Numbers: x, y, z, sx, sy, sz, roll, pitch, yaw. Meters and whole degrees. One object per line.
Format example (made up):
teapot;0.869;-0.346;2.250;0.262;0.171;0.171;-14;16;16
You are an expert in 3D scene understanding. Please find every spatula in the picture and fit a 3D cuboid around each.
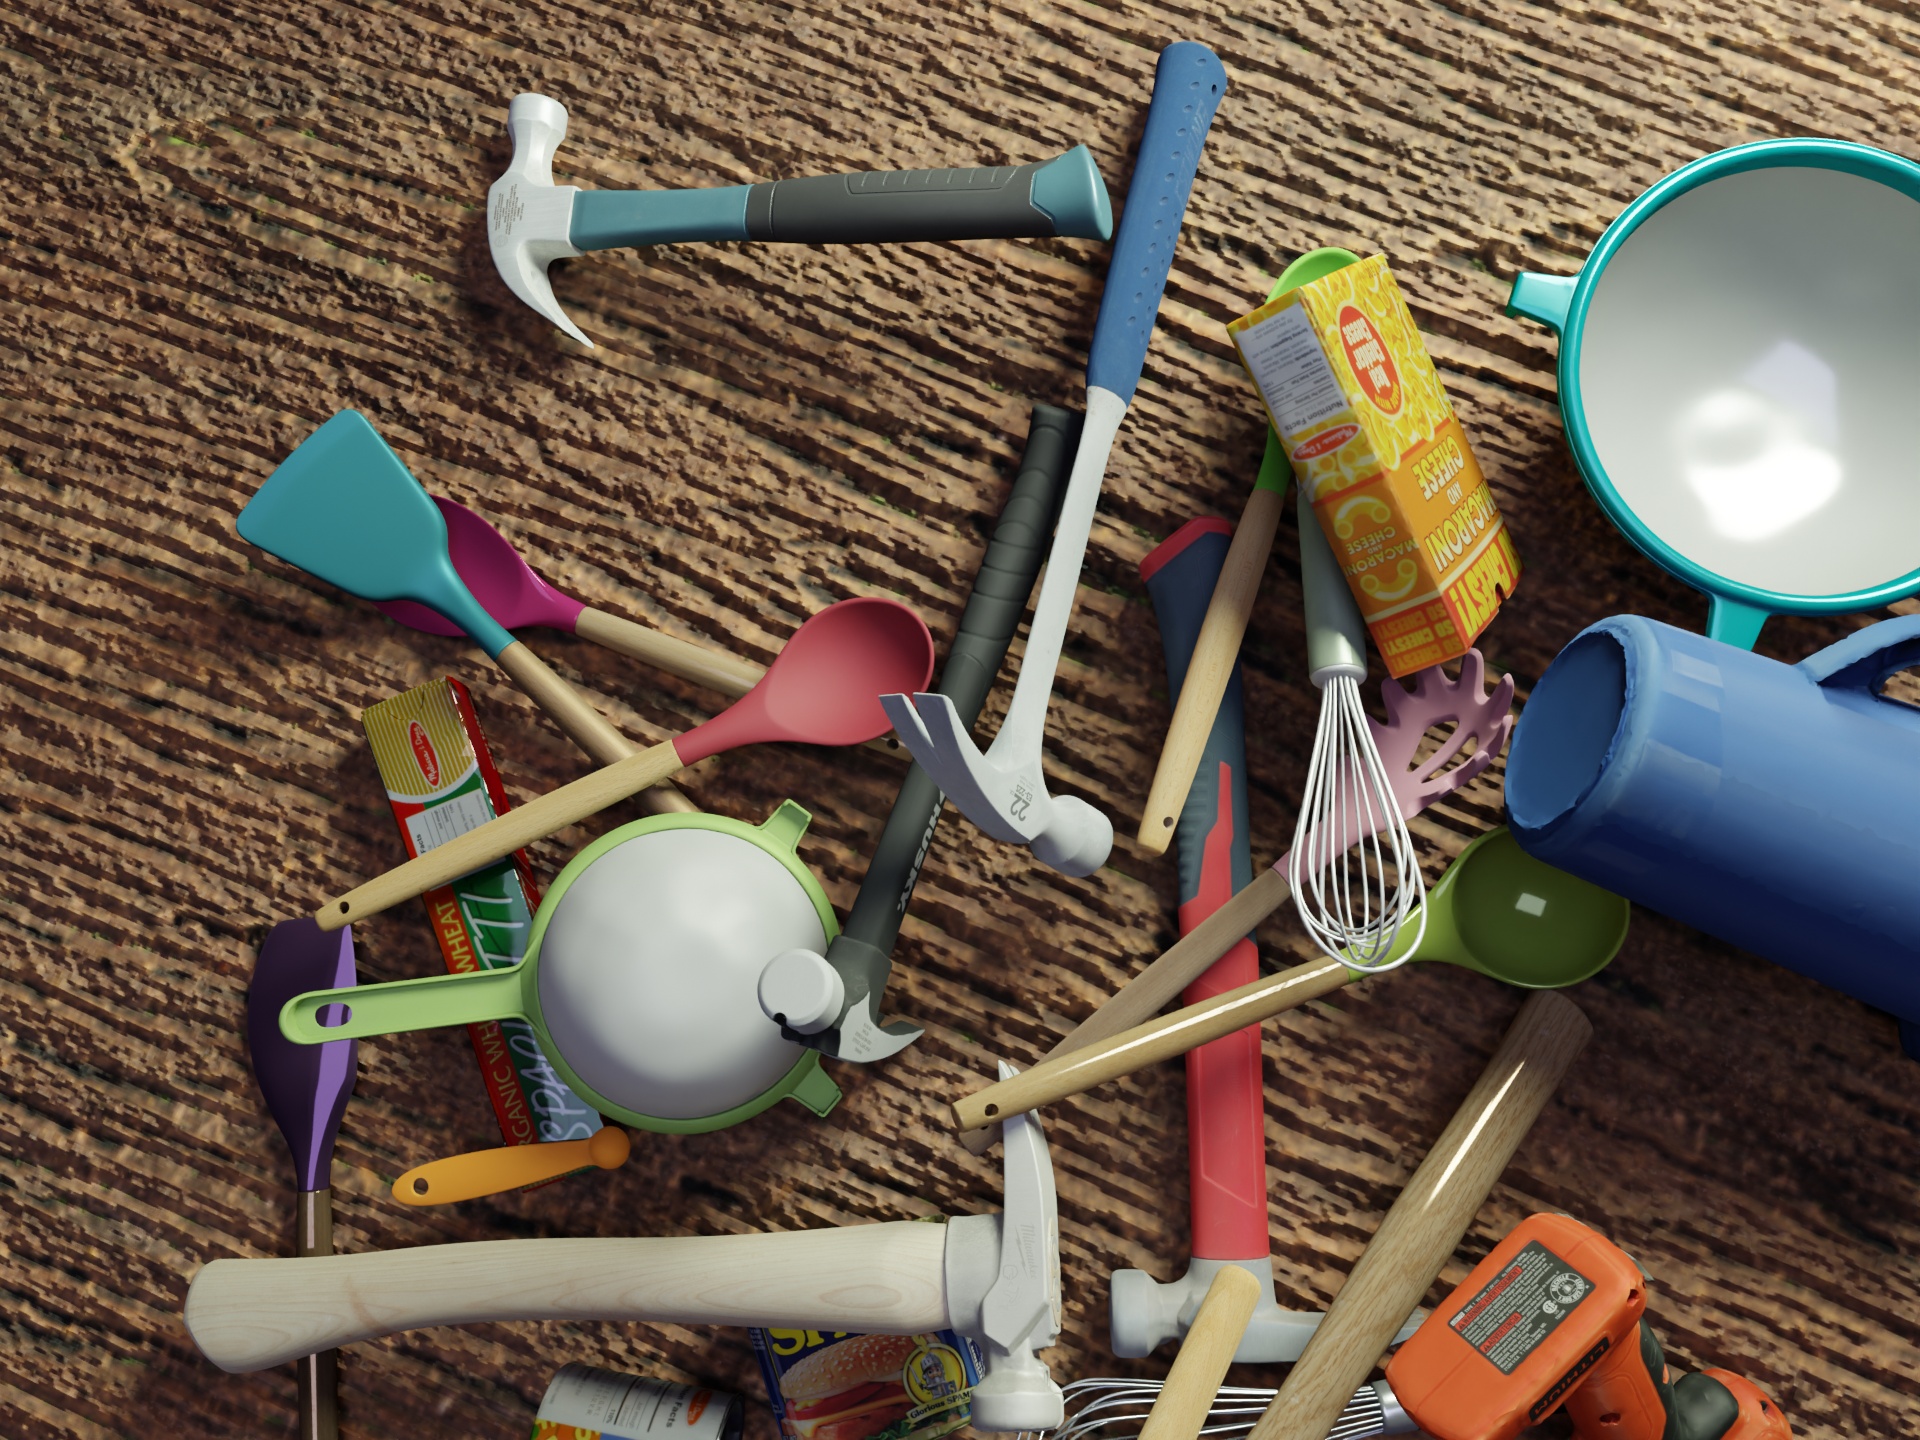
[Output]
spatula;-0.207;-0.016;0.774;0.317;0.044;0.082;42;86;3
spatula;-0.315;0.254;0.771;0.060;0.018;0.316;-7;81;9

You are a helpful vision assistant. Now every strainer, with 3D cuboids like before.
strainer;-0.178;0.121;0.718;0.256;0.069;0.151;-6;85;-10
strainer;0.423;-0.175;0.727;0.340;0.095;0.211;-27;84;-1

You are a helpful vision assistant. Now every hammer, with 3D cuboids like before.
hammer;-0.001;-0.002;0.740;0.035;0.146;0.335;15;72;17
hammer;0.176;0.246;0.668;0.331;0.031;0.130;-46;107;-23
hammer;-0.087;-0.248;0.771;0.331;0.033;0.128;4;83;21
hammer;0.063;-0.142;0.734;0.035;0.143;0.406;1;68;38
hammer;0.136;0.095;0.744;0.143;0.038;0.386;-2;83;3
hammer;-0.159;0.239;0.707;0.410;0.038;0.146;-7;68;13

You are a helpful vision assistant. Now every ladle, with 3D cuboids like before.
ladle;-0.157;0.028;0.753;0.315;0.031;0.069;-25;76;-4
ladle;0.147;0.117;0.686;0.320;0.062;0.078;-17;93;-17

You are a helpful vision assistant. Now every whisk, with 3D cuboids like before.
whisk;0.064;0.334;0.643;0.047;0.051;0.245;41;61;-12
whisk;0.165;-0.011;0.689;0.059;0.057;0.246;6;66;-12
whisk;0.161;0.311;0.708;0.284;0.070;0.070;-9;82;-2

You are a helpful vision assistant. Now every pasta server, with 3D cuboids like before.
pasta server;0.120;0.085;0.708;0.316;0.040;0.060;-40;50;-1

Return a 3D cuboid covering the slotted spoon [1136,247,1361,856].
slotted spoon;0.134;-0.083;0.740;0.070;0.031;0.314;29;71;-25

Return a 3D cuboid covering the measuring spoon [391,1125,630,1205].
measuring spoon;-0.211;0.209;0.741;0.117;0.011;0.021;-12;83;5

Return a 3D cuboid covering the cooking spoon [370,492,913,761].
cooking spoon;-0.166;-0.041;0.797;0.319;0.017;0.068;21;99;7
